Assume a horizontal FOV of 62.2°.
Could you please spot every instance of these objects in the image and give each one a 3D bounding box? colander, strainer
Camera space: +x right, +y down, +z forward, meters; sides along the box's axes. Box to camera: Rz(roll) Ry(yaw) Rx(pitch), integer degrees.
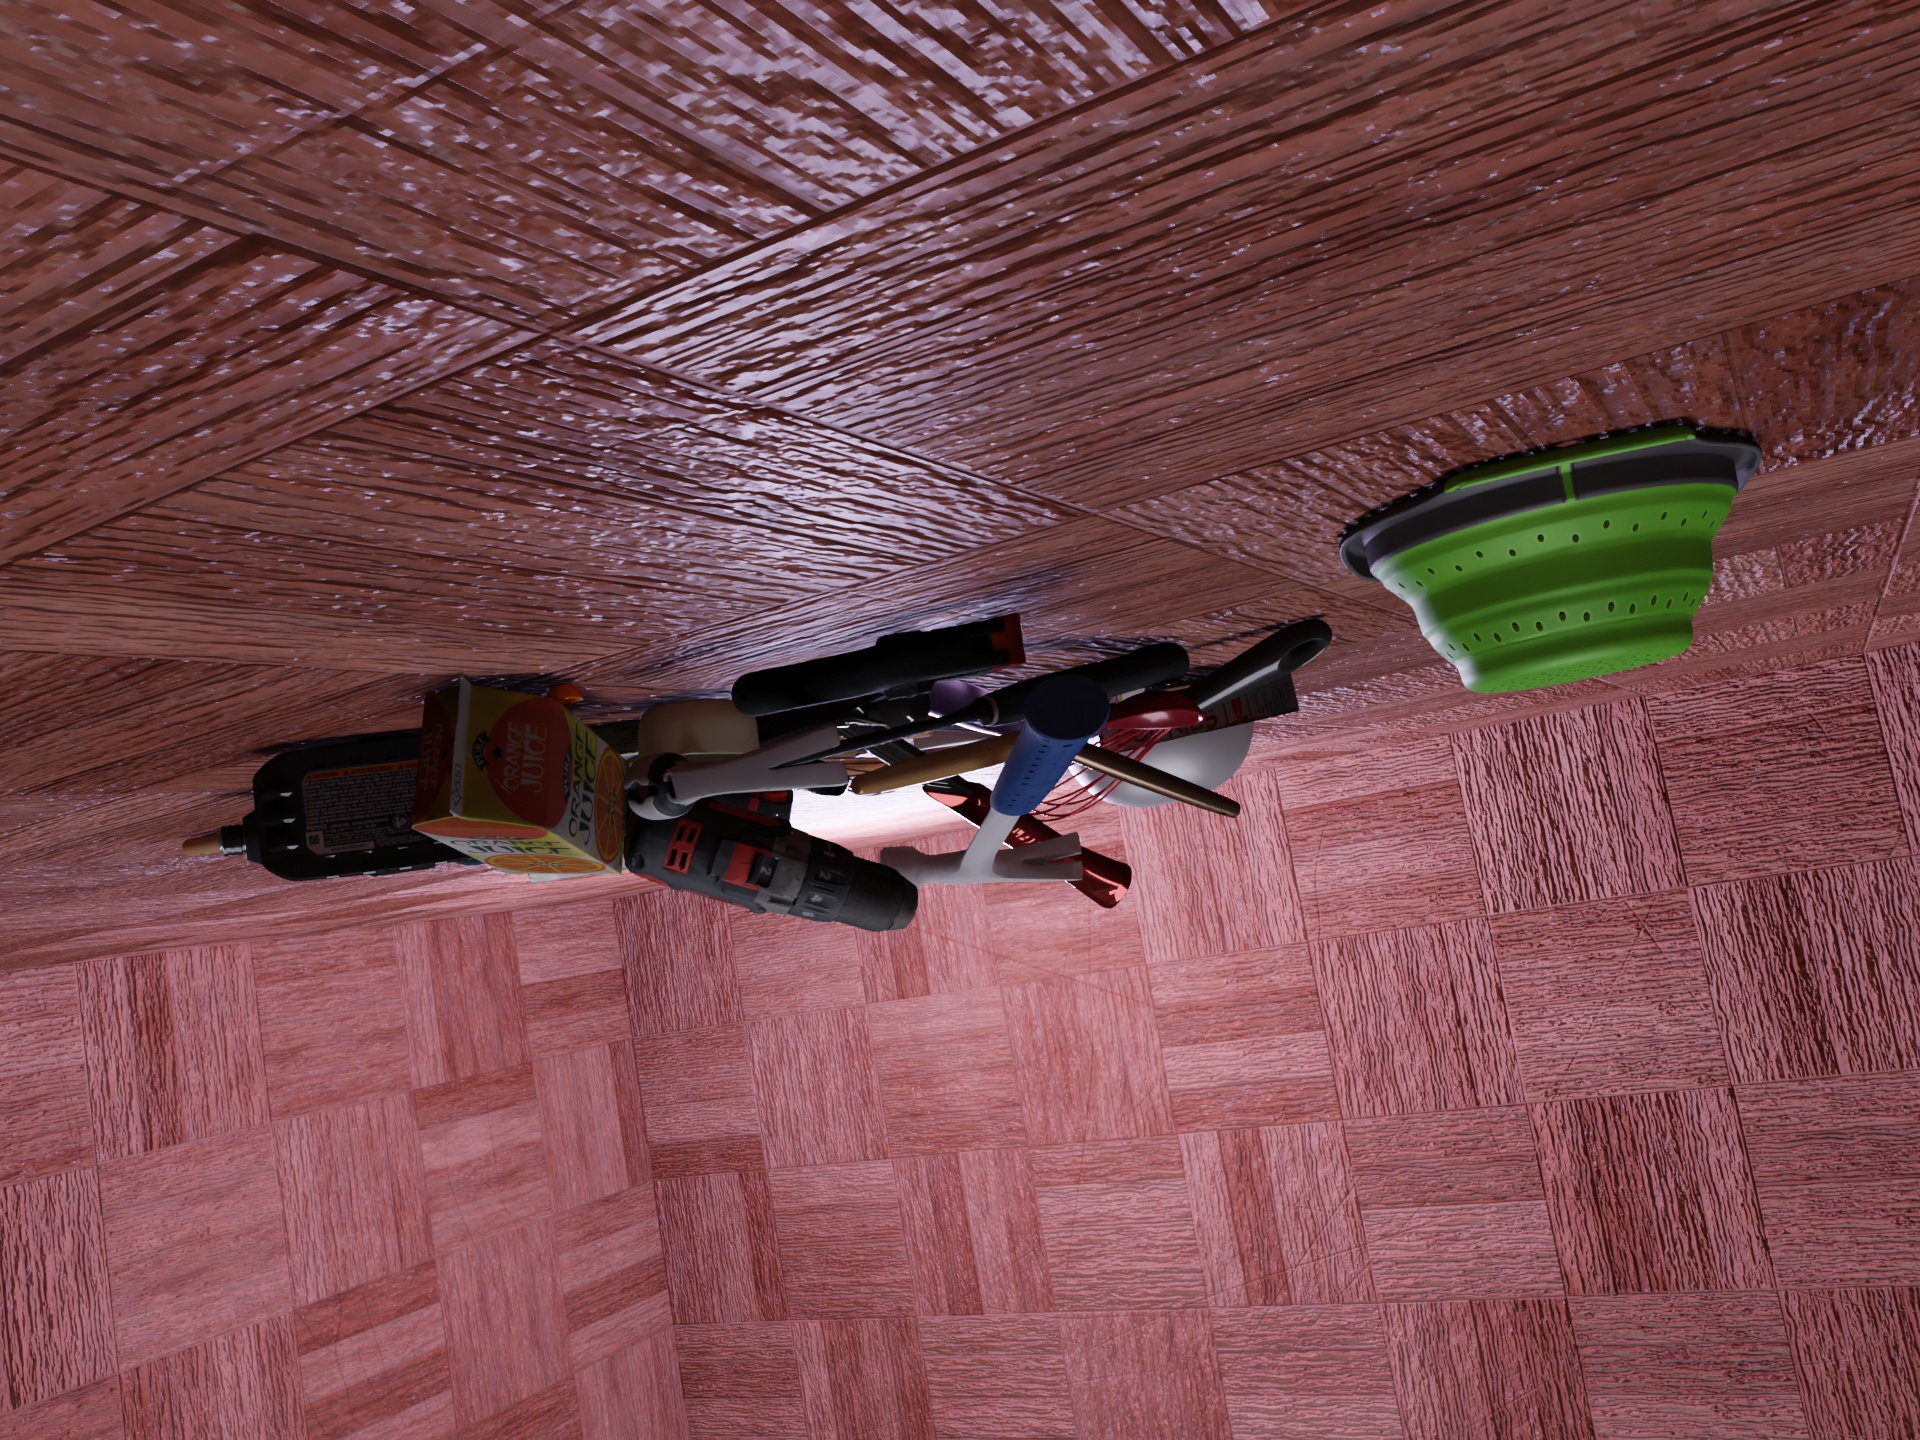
[{"bbox_3d":[0.322,-0.062,0.883,0.204,0.094,0.397,-11,173,13],"label":"colander"},{"bbox_3d":[0.217,0.036,1.576,0.211,0.095,0.340,-13,172,23],"label":"strainer"}]

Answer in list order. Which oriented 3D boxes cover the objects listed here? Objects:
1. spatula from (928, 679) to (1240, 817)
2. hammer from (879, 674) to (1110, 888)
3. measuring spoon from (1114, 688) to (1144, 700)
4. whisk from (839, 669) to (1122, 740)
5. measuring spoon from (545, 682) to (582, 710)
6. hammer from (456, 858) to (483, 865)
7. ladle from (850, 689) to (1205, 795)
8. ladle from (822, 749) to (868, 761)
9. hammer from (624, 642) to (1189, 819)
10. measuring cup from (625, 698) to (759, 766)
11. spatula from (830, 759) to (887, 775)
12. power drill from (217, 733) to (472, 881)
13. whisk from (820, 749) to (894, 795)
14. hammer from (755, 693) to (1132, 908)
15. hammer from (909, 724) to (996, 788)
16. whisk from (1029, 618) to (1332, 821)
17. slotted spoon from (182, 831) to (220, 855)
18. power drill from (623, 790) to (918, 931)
[{"bbox_3d":[0.084,0.021,1.129,0.315,0.018,0.060,21,151,-31],"label":"spatula"},{"bbox_3d":[0.035,0.051,0.964,0.144,0.035,0.405,-3,164,-8],"label":"hammer"},{"bbox_3d":[0.110,-0.017,1.300,0.034,0.018,0.124,-6,173,-31],"label":"measuring spoon"},{"bbox_3d":[-0.002,-0.006,1.173,0.245,0.051,0.047,-7,153,13],"label":"whisk"},{"bbox_3d":[-0.233,-0.010,0.905,0.021,0.011,0.117,-7,176,-22],"label":"measuring spoon"},{"bbox_3d":[-0.421,0.099,1.298,0.128,0.033,0.331,-8,-179,-26],"label":"hammer"},{"bbox_3d":[0.050,0.014,1.025,0.315,0.031,0.069,-13,178,-44],"label":"ladle"},{"bbox_3d":[-0.187,0.047,1.258,0.320,0.062,0.078,-7,149,-46],"label":"ladle"},{"bbox_3d":[0.007,-0.005,0.955,0.149,0.036,0.409,-10,-177,45],"label":"hammer"},{"bbox_3d":[-0.210,0.009,0.998,0.167,0.038,0.083,-2,173,-2],"label":"measuring cup"},{"bbox_3d":[-0.217,0.065,1.382,0.322,0.041,0.081,-7,173,4],"label":"spatula"},{"bbox_3d":[-0.383,0.063,1.016,0.171,0.080,0.223,-7,176,-24],"label":"power drill"},{"bbox_3d":[-0.130,0.033,1.256,0.055,0.055,0.238,-16,167,43],"label":"whisk"},{"bbox_3d":[0.008,0.064,1.158,0.149,0.037,0.358,-12,149,35],"label":"hammer"},{"bbox_3d":[-0.011,0.027,1.423,0.146,0.038,0.410,-7,173,-14],"label":"hammer"},{"bbox_3d":[0.145,0.001,1.175,0.296,0.073,0.073,-30,164,29],"label":"whisk"},{"bbox_3d":[-0.458,0.075,1.220,0.314,0.031,0.070,-10,176,12],"label":"slotted spoon"},{"bbox_3d":[-0.137,0.085,1.072,0.187,0.080,0.227,18,180,-17],"label":"power drill"}]
